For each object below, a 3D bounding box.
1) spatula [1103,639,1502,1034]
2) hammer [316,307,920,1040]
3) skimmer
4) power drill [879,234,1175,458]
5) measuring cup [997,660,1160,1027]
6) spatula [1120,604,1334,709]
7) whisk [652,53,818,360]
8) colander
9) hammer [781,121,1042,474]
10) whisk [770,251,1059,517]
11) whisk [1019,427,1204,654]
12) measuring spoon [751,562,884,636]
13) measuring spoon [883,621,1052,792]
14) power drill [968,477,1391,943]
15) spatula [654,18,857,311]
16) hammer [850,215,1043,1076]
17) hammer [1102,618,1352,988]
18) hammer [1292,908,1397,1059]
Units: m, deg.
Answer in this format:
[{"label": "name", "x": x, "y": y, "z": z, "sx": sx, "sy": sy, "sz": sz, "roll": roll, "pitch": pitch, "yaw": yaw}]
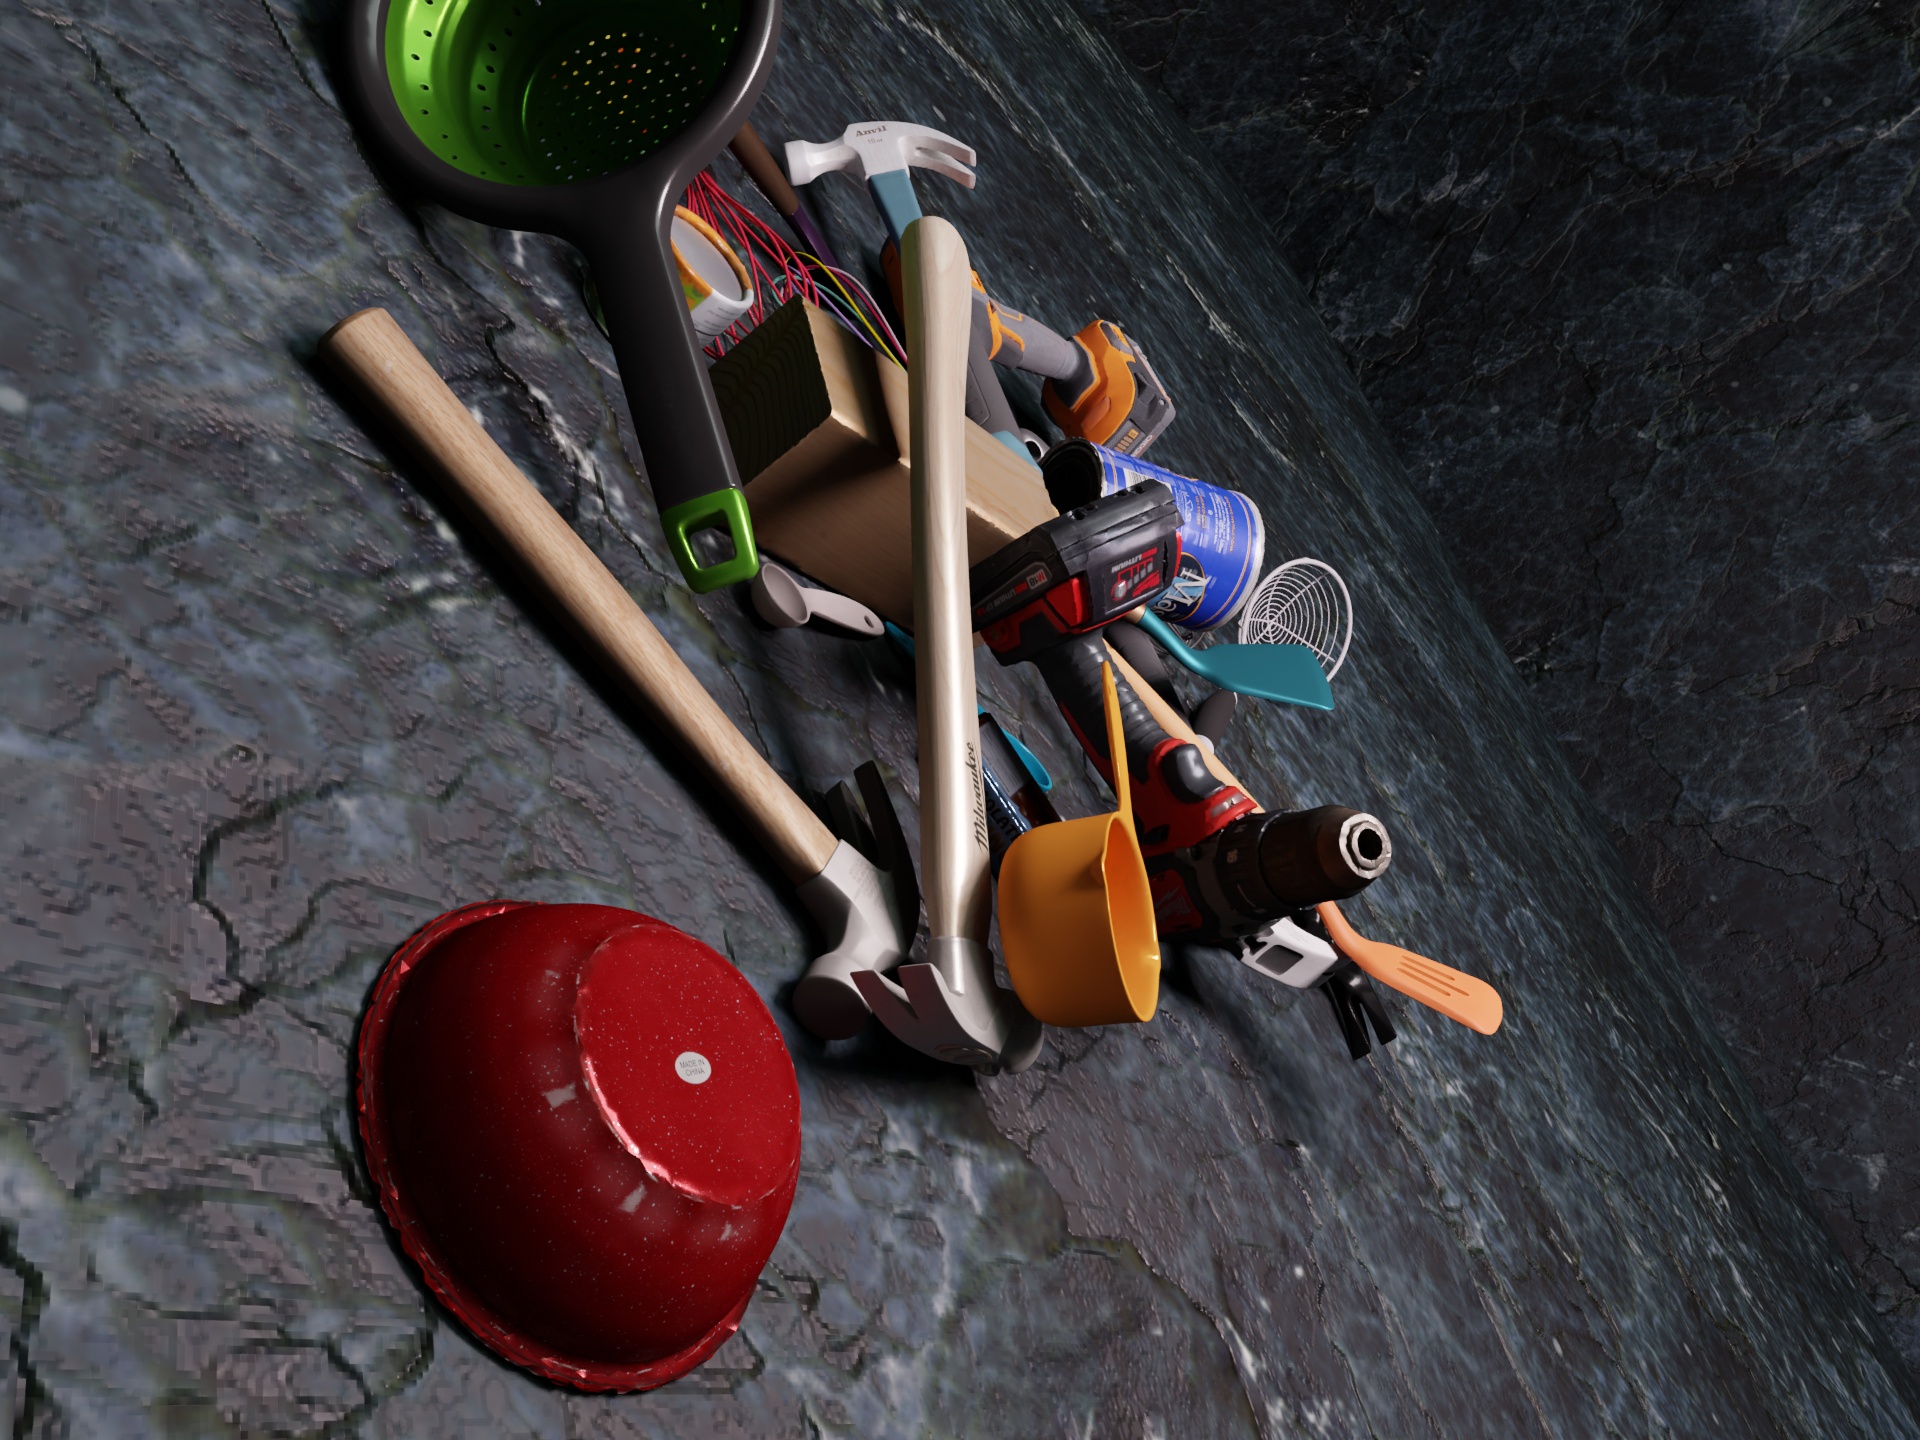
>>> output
[{"label": "spatula", "x": 0.187, "y": 0.062, "z": 0.933, "sx": 0.323, "sy": 0.041, "sz": 0.081, "roll": 48, "pitch": 22, "yaw": 9}, {"label": "hammer", "x": -0.130, "y": -0.027, "z": 0.642, "sx": 0.331, "sy": 0.031, "sz": 0.130, "roll": 50, "pitch": 25, "yaw": -11}, {"label": "skimmer", "x": 0.253, "y": -0.037, "z": 1.284, "sx": 0.363, "sy": 0.090, "sz": 0.127, "roll": -46, "pitch": 132, "yaw": -63}, {"label": "power drill", "x": 0.050, "y": -0.267, "z": 1.177, "sx": 0.226, "sy": 0.084, "sz": 0.164, "roll": 22, "pitch": 34, "yaw": -34}, {"label": "measuring cup", "x": 0.048, "y": 0.050, "z": 0.692, "sx": 0.095, "sy": 0.052, "sz": 0.174, "roll": 57, "pitch": 27, "yaw": -52}, {"label": "spatula", "x": 0.099, "y": -0.089, "z": 1.003, "sx": 0.317, "sy": 0.044, "sz": 0.082, "roll": 31, "pitch": 27, "yaw": -18}, {"label": "whisk", "x": -0.147, "y": -0.302, "z": 0.924, "sx": 0.073, "sy": 0.073, "sz": 0.296, "roll": 24, "pitch": 34, "yaw": -50}, {"label": "colander", "x": -0.152, "y": -0.236, "z": 0.736, "sx": 0.094, "sy": 0.204, "sz": 0.397, "roll": 52, "pitch": 20, "yaw": -78}, {"label": "hammer", "x": -0.018, "y": -0.283, "z": 1.065, "sx": 0.033, "sy": 0.128, "sz": 0.331, "roll": 91, "pitch": -18, "yaw": -61}, {"label": "whisk", "x": -0.030, "y": -0.201, "z": 0.972, "sx": 0.245, "sy": 0.047, "sz": 0.051, "roll": 46, "pitch": 31, "yaw": 12}, {"label": "whisk", "x": 0.109, "y": -0.131, "z": 1.171, "sx": 0.238, "sy": 0.055, "sz": 0.055, "roll": 45, "pitch": 26, "yaw": -33}, {"label": "measuring spoon", "x": -0.072, "y": -0.054, "z": 0.808, "sx": 0.034, "sy": 0.018, "sz": 0.124, "roll": 63, "pitch": 18, "yaw": 16}, {"label": "measuring spoon", "x": -0.001, "y": -0.003, "z": 0.873, "sx": 0.128, "sy": 0.021, "sz": 0.042, "roll": 45, "pitch": 14, "yaw": -2}, {"label": "power drill", "x": 0.103, "y": 0.002, "z": 0.778, "sx": 0.080, "sy": 0.188, "sz": 0.227, "roll": -26, "pitch": 91, "yaw": -29}, {"label": "spatula", "x": -0.112, "y": -0.320, "z": 0.955, "sx": 0.060, "sy": 0.018, "sz": 0.315, "roll": 61, "pitch": 7, "yaw": 16}, {"label": "hammer", "x": -0.011, "y": -0.058, "z": 0.711, "sx": 0.146, "sy": 0.038, "sz": 0.411, "roll": 49, "pitch": 35, "yaw": -62}, {"label": "hammer", "x": 0.151, "y": 0.034, "z": 1.021, "sx": 0.146, "sy": 0.035, "sz": 0.335, "roll": 32, "pitch": 25, "yaw": -33}, {"label": "hammer", "x": 0.172, "y": 0.132, "z": 0.994, "sx": 0.336, "sy": 0.034, "sz": 0.127, "roll": 24, "pitch": 38, "yaw": -50}]
